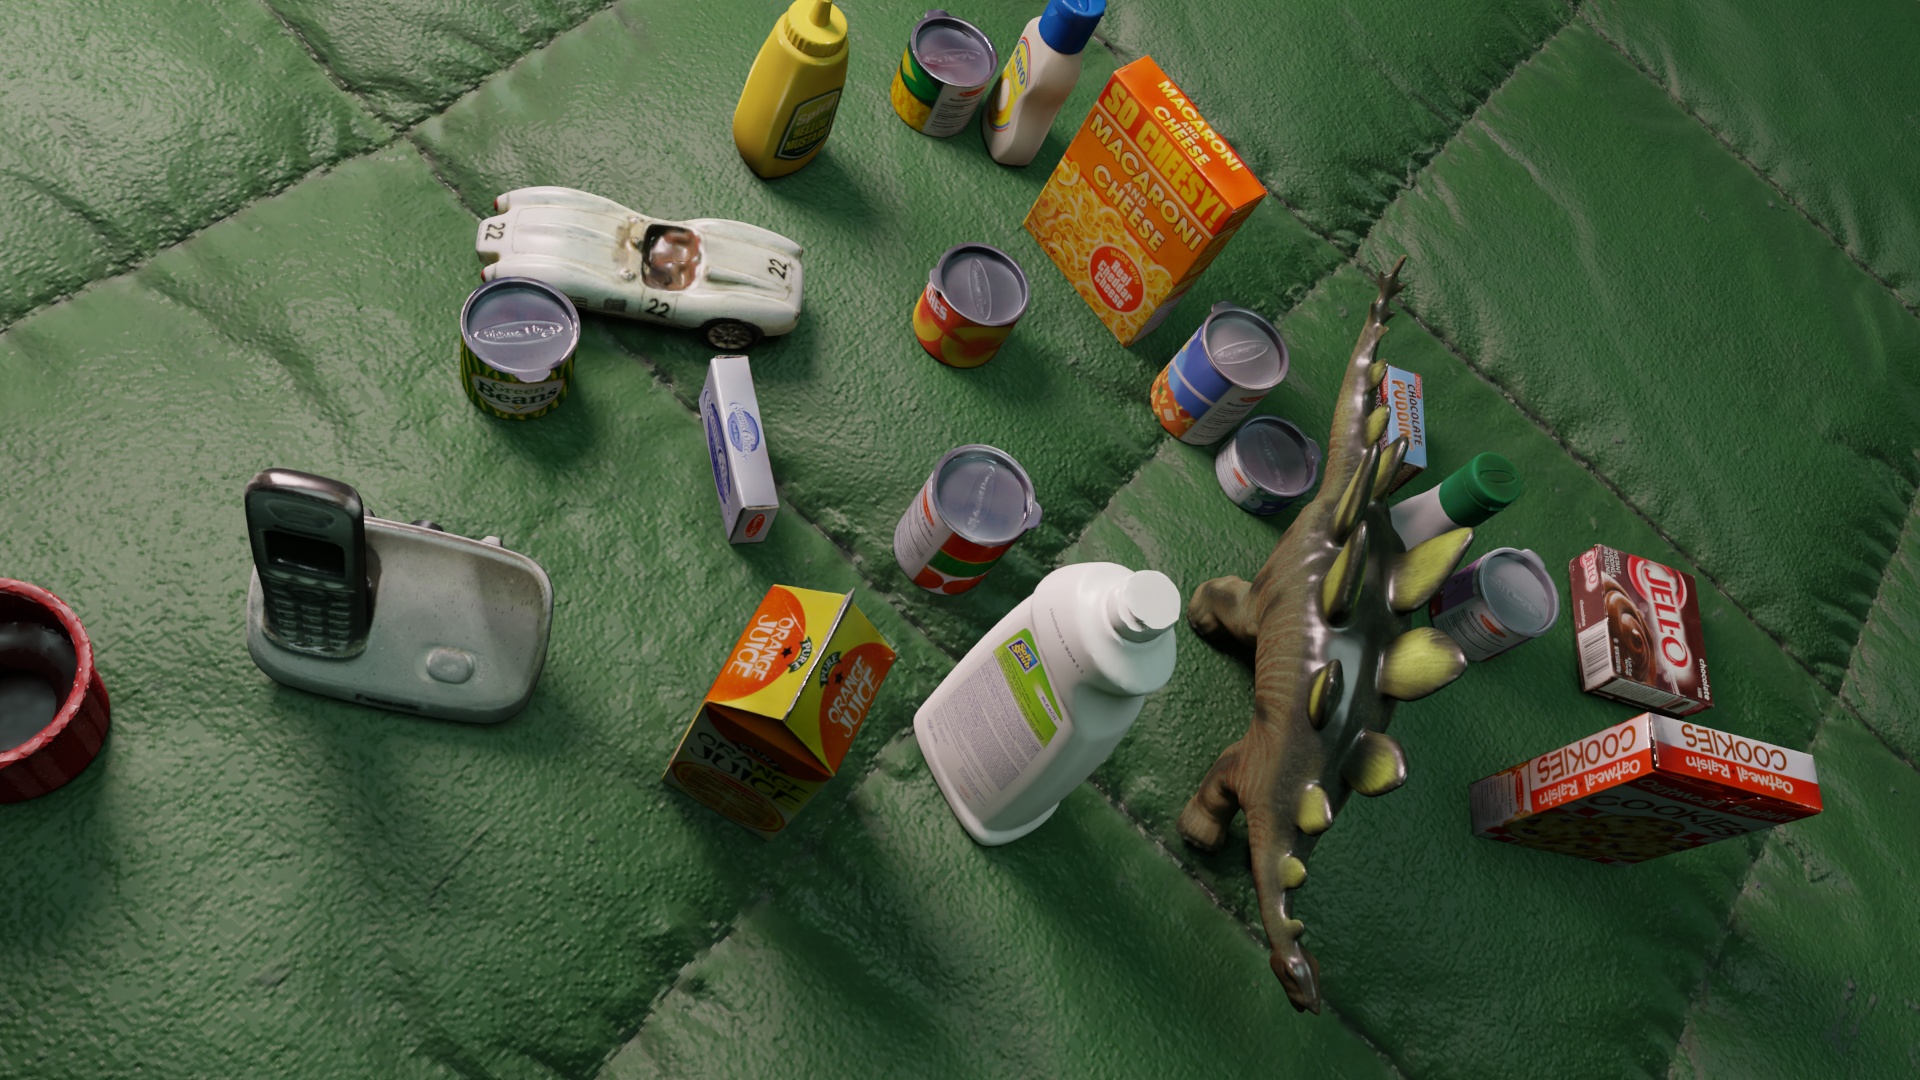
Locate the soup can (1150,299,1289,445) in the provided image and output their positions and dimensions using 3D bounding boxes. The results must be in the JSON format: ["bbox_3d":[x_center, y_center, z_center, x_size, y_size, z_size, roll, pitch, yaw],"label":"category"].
[{"bbox_3d":[0.179,-0.116,0.972,0.071,0.083,0.071,8,63,-17],"label":"soup can"}]

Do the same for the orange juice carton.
[{"bbox_3d":[-0.092,0.087,0.710,0.073,0.191,0.072,31,59,-5],"label":"orange juice carton"}]

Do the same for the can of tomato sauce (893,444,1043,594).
[{"bbox_3d":[0.003,-0.011,0.856,0.071,0.082,0.071,8,63,-17],"label":"can of tomato sauce"}]

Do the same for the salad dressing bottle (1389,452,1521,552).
[{"bbox_3d":[0.315,-0.011,0.935,0.064,0.147,0.044,2,66,-20],"label":"salad dressing bottle"}]

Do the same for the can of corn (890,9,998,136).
[{"bbox_3d":[-0.014,-0.343,1.023,0.071,0.058,0.071,8,63,-17],"label":"can of corn"}]

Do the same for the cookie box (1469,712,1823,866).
[{"bbox_3d":[0.429,0.164,0.882,0.123,0.166,0.040,14,62,-14],"label":"cookie box"}]

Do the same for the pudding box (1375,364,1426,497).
[{"bbox_3d":[0.317,-0.081,1.026,0.030,0.049,0.084,15,62,-14],"label":"pudding box"}]

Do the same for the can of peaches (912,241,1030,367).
[{"bbox_3d":[0.004,-0.159,0.942,0.071,0.057,0.071,8,63,-17],"label":"can of peaches"}]

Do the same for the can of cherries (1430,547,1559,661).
[{"bbox_3d":[0.379,0.045,0.984,0.071,0.058,0.072,8,63,-17],"label":"can of cherries"}]

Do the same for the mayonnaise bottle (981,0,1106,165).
[{"bbox_3d":[0.058,-0.337,0.995,0.041,0.147,0.065,0,66,-20],"label":"mayonnaise bottle"}]

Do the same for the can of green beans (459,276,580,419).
[{"bbox_3d":[-0.261,-0.113,0.821,0.071,0.057,0.071,8,63,-17],"label":"can of green beans"}]

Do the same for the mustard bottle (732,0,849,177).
[{"bbox_3d":[-0.106,-0.306,0.912,0.065,0.159,0.049,-34,81,-30],"label":"mustard bottle"}]

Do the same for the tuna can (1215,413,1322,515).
[{"bbox_3d":[0.219,-0.054,0.987,0.071,0.032,0.071,8,63,-17],"label":"tuna can"}]

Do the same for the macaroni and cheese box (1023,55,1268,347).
[{"bbox_3d":[0.122,-0.229,0.956,0.040,0.165,0.124,-34,81,-30],"label":"macaroni and cheese box"}]

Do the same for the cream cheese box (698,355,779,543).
[{"bbox_3d":[-0.135,-0.055,0.843,0.024,0.053,0.104,-6,68,-23],"label":"cream cheese box"}]
